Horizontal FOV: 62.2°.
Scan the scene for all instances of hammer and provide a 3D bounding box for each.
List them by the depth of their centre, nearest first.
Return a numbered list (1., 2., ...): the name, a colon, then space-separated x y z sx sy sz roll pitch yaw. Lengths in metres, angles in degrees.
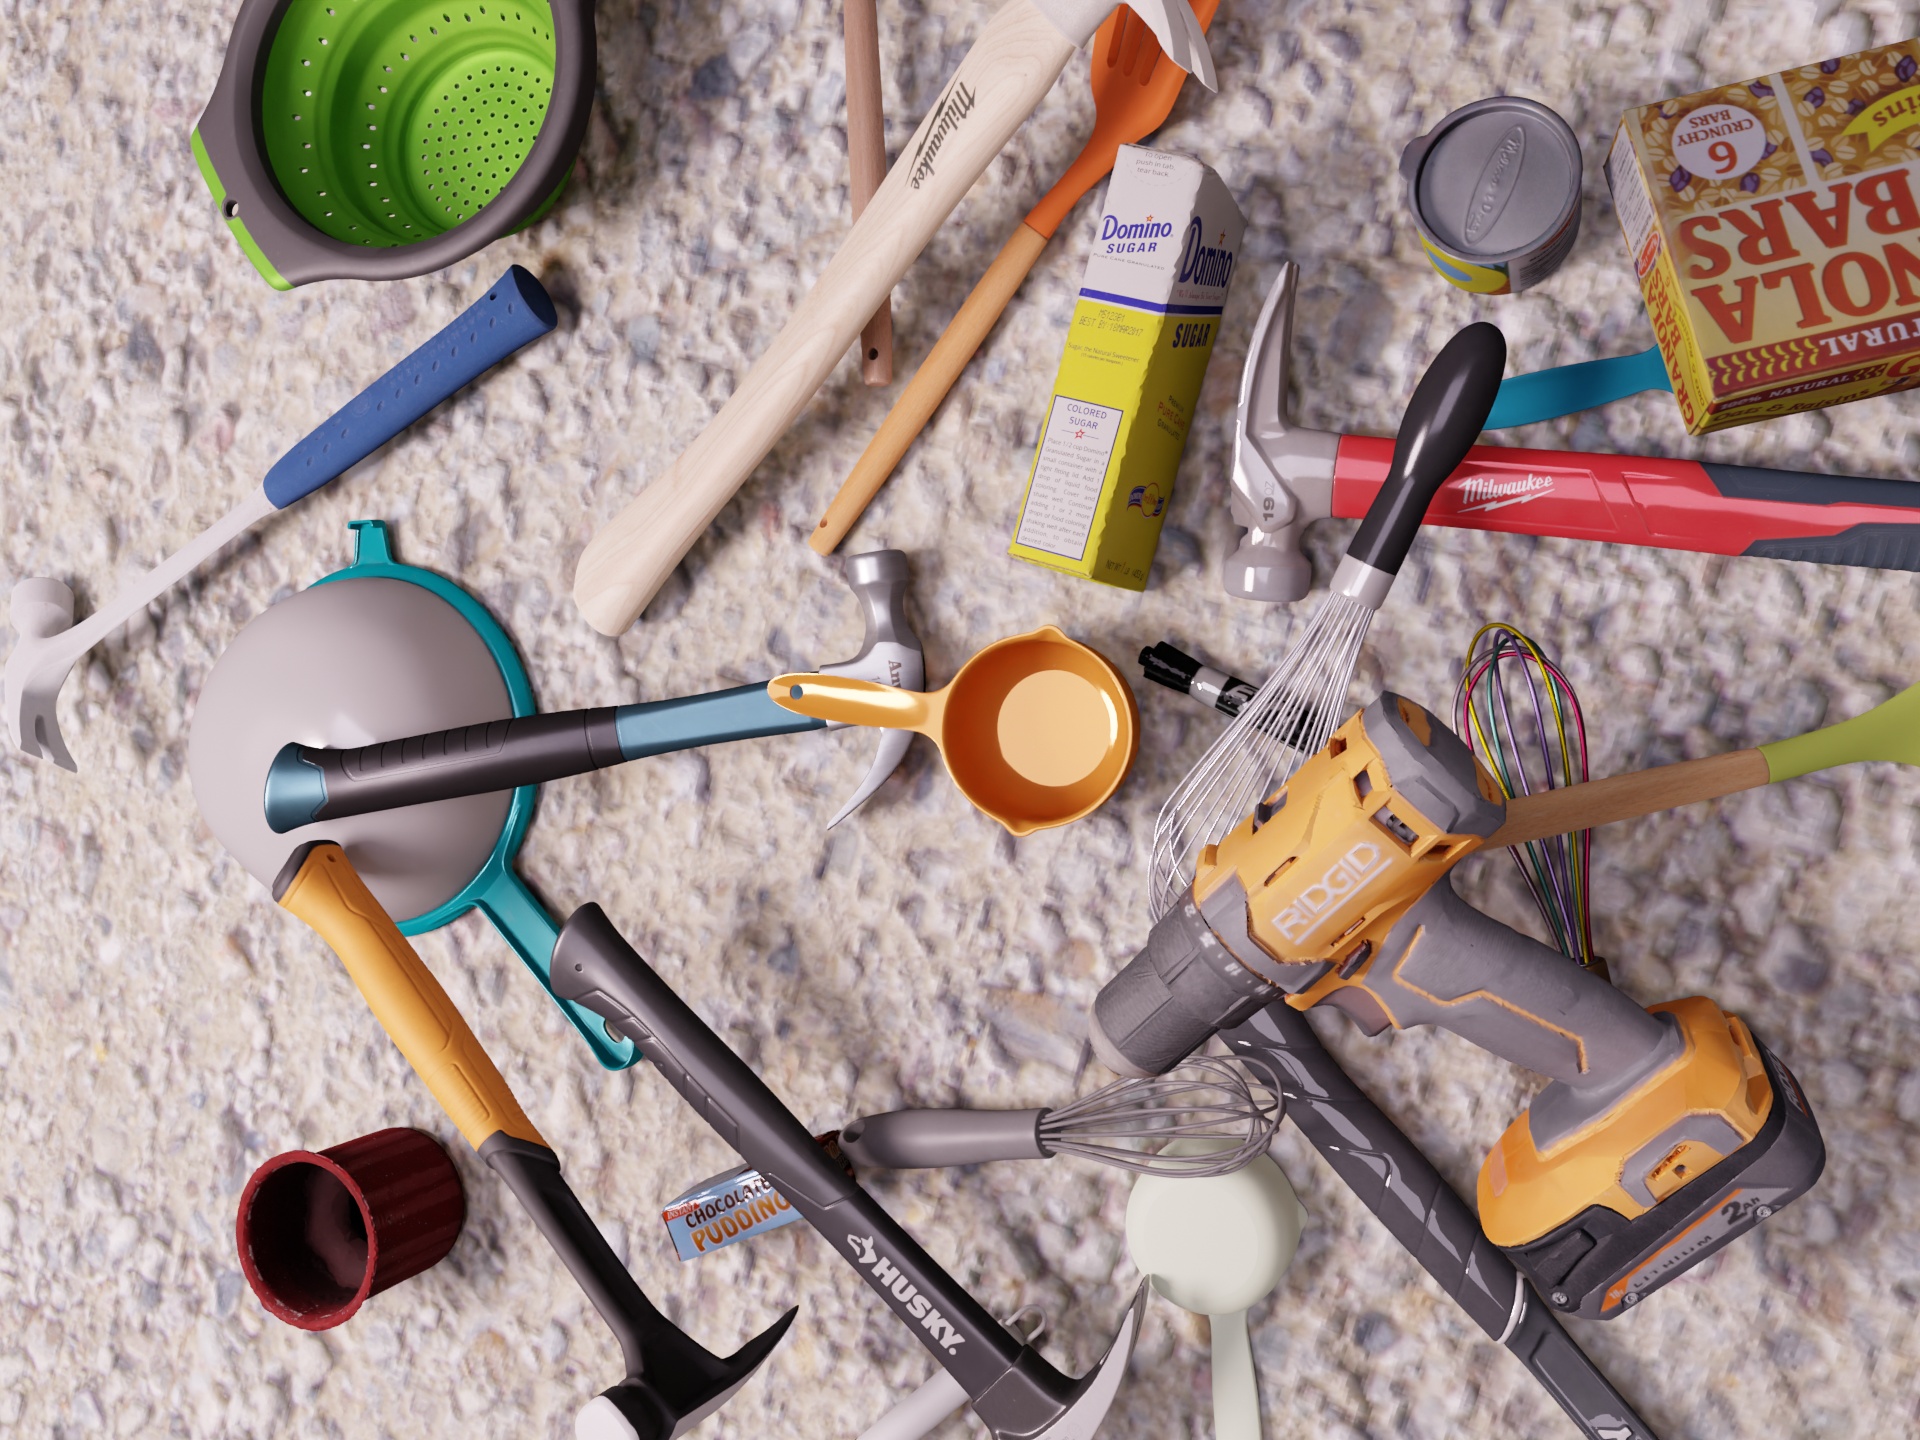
1. hammer: 0.301 -0.099 0.625 0.386 0.038 0.143 8 105 20
2. hammer: 0.240 0.264 0.664 0.149 0.036 0.409 -46 75 17
3. hammer: -0.056 -0.178 0.726 0.410 0.038 0.146 -46 56 27
4. hammer: -0.064 0.208 0.726 0.335 0.035 0.146 43 105 10
5. hammer: -0.215 0.185 0.750 0.337 0.127 0.034 47 112 17
6. hammer: -0.178 0.007 0.776 0.331 0.033 0.128 -10 91 3
7. hammer: -0.389 -0.117 0.887 0.405 0.035 0.144 -31 53 15

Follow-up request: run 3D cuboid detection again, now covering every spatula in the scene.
1. spatula: 0.015 -0.213 0.744 0.322 0.041 0.081 -54 50 15

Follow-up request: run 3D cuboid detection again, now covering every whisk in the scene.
1. whisk: 0.149 -0.028 0.650 0.070 0.070 0.284 28 104 19
2. whisk: 0.250 0.078 0.659 0.047 0.051 0.245 -13 89 42
3. whisk: 0.038 0.184 0.722 0.239 0.055 0.055 -13 85 34

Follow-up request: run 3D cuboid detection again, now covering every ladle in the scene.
1. ladle: 0.280 0.029 0.600 0.320 0.062 0.078 -14 115 8

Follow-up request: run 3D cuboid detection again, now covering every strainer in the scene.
1. strainer: -0.052 0.366 0.775 0.258 0.050 0.087 -43 82 10
2. strainer: -0.297 0.061 0.838 0.340 0.095 0.211 45 105 16

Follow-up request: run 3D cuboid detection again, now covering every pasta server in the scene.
1. pasta server: -0.044 -0.318 0.767 0.060 0.040 0.316 -3 90 21

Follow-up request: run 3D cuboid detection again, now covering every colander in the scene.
1. colander: -0.198 -0.359 0.803 0.397 0.094 0.204 -34 79 11

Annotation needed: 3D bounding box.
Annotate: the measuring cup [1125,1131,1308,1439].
1. measuring cup: 0.115 0.271 0.708 0.083 0.038 0.167 -7 86 21

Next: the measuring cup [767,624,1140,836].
1. measuring cup: -0.001 -0.002 0.738 0.173 0.052 0.095 9 94 16

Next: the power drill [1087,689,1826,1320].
1. power drill: 0.176 0.123 0.602 0.226 0.084 0.185 41 114 -5

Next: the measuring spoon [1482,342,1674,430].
1. measuring spoon: 0.268 -0.143 0.662 0.128 0.021 0.042 -9 107 30
